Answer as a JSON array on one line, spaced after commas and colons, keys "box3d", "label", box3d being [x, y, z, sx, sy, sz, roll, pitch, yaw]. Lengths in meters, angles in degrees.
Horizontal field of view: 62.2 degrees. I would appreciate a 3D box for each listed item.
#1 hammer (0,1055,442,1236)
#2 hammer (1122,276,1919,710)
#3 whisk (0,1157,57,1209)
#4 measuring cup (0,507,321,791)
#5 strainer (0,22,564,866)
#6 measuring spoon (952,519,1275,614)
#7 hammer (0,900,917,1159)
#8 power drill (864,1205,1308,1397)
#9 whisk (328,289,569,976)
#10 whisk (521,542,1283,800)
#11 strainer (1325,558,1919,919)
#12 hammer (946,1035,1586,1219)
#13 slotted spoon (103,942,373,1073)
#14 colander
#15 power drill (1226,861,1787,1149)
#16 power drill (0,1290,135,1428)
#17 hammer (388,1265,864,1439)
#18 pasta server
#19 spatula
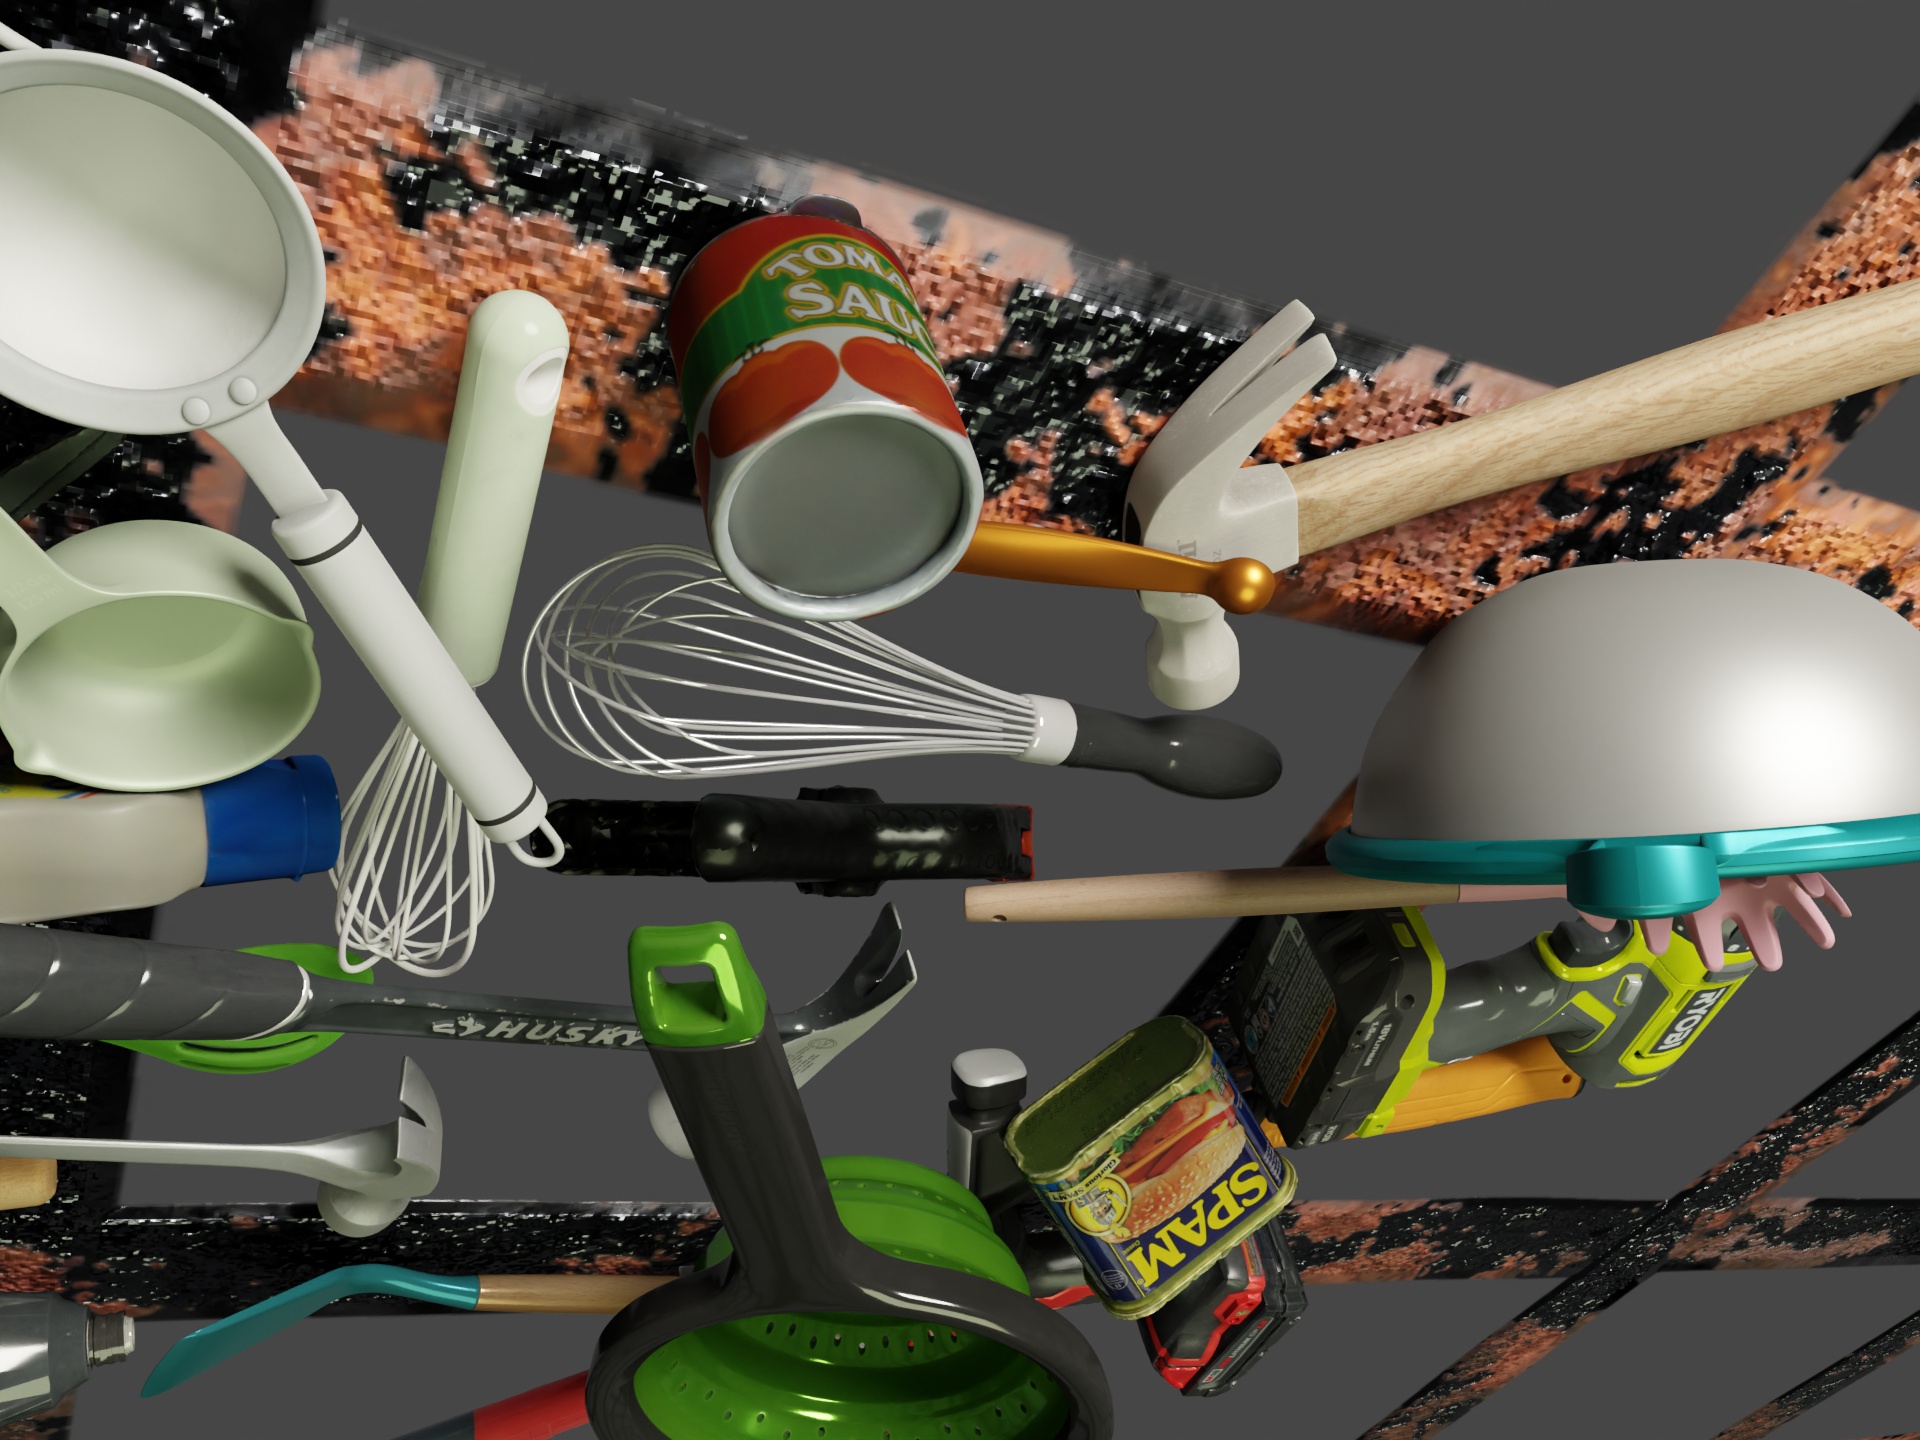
[{"box3d": [-0.371, 0.131, 0.507, 0.405, 0.035, 0.144, 11, 148, -28], "label": "hammer"}, {"box3d": [0.210, -0.098, 0.493, 0.331, 0.031, 0.129, -17, 139, -2], "label": "hammer"}, {"box3d": [-0.453, 0.177, 0.551, 0.245, 0.047, 0.051, -1, 153, -23], "label": "whisk"}, {"box3d": [-0.223, -0.043, 0.384, 0.083, 0.038, 0.167, -27, 144, -1], "label": "measuring cup"}, {"box3d": [-0.159, -0.053, 0.379, 0.087, 0.050, 0.258, -20, 127, 4], "label": "strainer"}, {"box3d": [0.035, -0.045, 0.475, 0.117, 0.011, 0.021, 8, 137, 3], "label": "measuring spoon"}, {"box3d": [-0.181, 0.082, 0.461, 0.149, 0.036, 0.408, -38, 146, 28], "label": "hammer"}, {"box3d": [0.055, 0.299, 0.832, 0.219, 0.079, 0.143, 8, 131, -22], "label": "power drill"}, {"box3d": [-0.147, -0.012, 0.456, 0.058, 0.059, 0.246, -39, 159, -52], "label": "whisk"}, {"box3d": [-0.001, -0.001, 0.511, 0.284, 0.070, 0.070, 10, 131, -33], "label": "whisk"}, {"box3d": [0.197, -0.004, 0.460, 0.211, 0.095, 0.340, -5, 178, 24], "label": "strainer"}, {"box3d": [0.154, 0.196, 0.759, 0.336, 0.034, 0.127, -5, 107, -19], "label": "hammer"}, {"box3d": [-0.356, 0.096, 0.510, 0.313, 0.031, 0.070, 3, 137, -20], "label": "slotted spoon"}, {"box3d": [-0.052, 0.183, 0.594, 0.204, 0.095, 0.396, -4, 131, 6], "label": "colander"}, {"box3d": [0.246, 0.100, 0.685, 0.228, 0.080, 0.190, -7, 138, -16], "label": "power drill"}, {"box3d": [-0.396, 0.227, 0.563, 0.171, 0.080, 0.223, -3, 157, -24], "label": "power drill"}, {"box3d": [-0.246, 0.350, 0.782, 0.386, 0.038, 0.143, -24, 147, 14], "label": "hammer"}, {"box3d": [0.158, 0.068, 0.595, 0.316, 0.040, 0.060, -3, 142, 6], "label": "pasta server"}, {"box3d": [-0.203, 0.280, 0.745, 0.317, 0.044, 0.082, 13, 137, -32], "label": "spatula"}]
